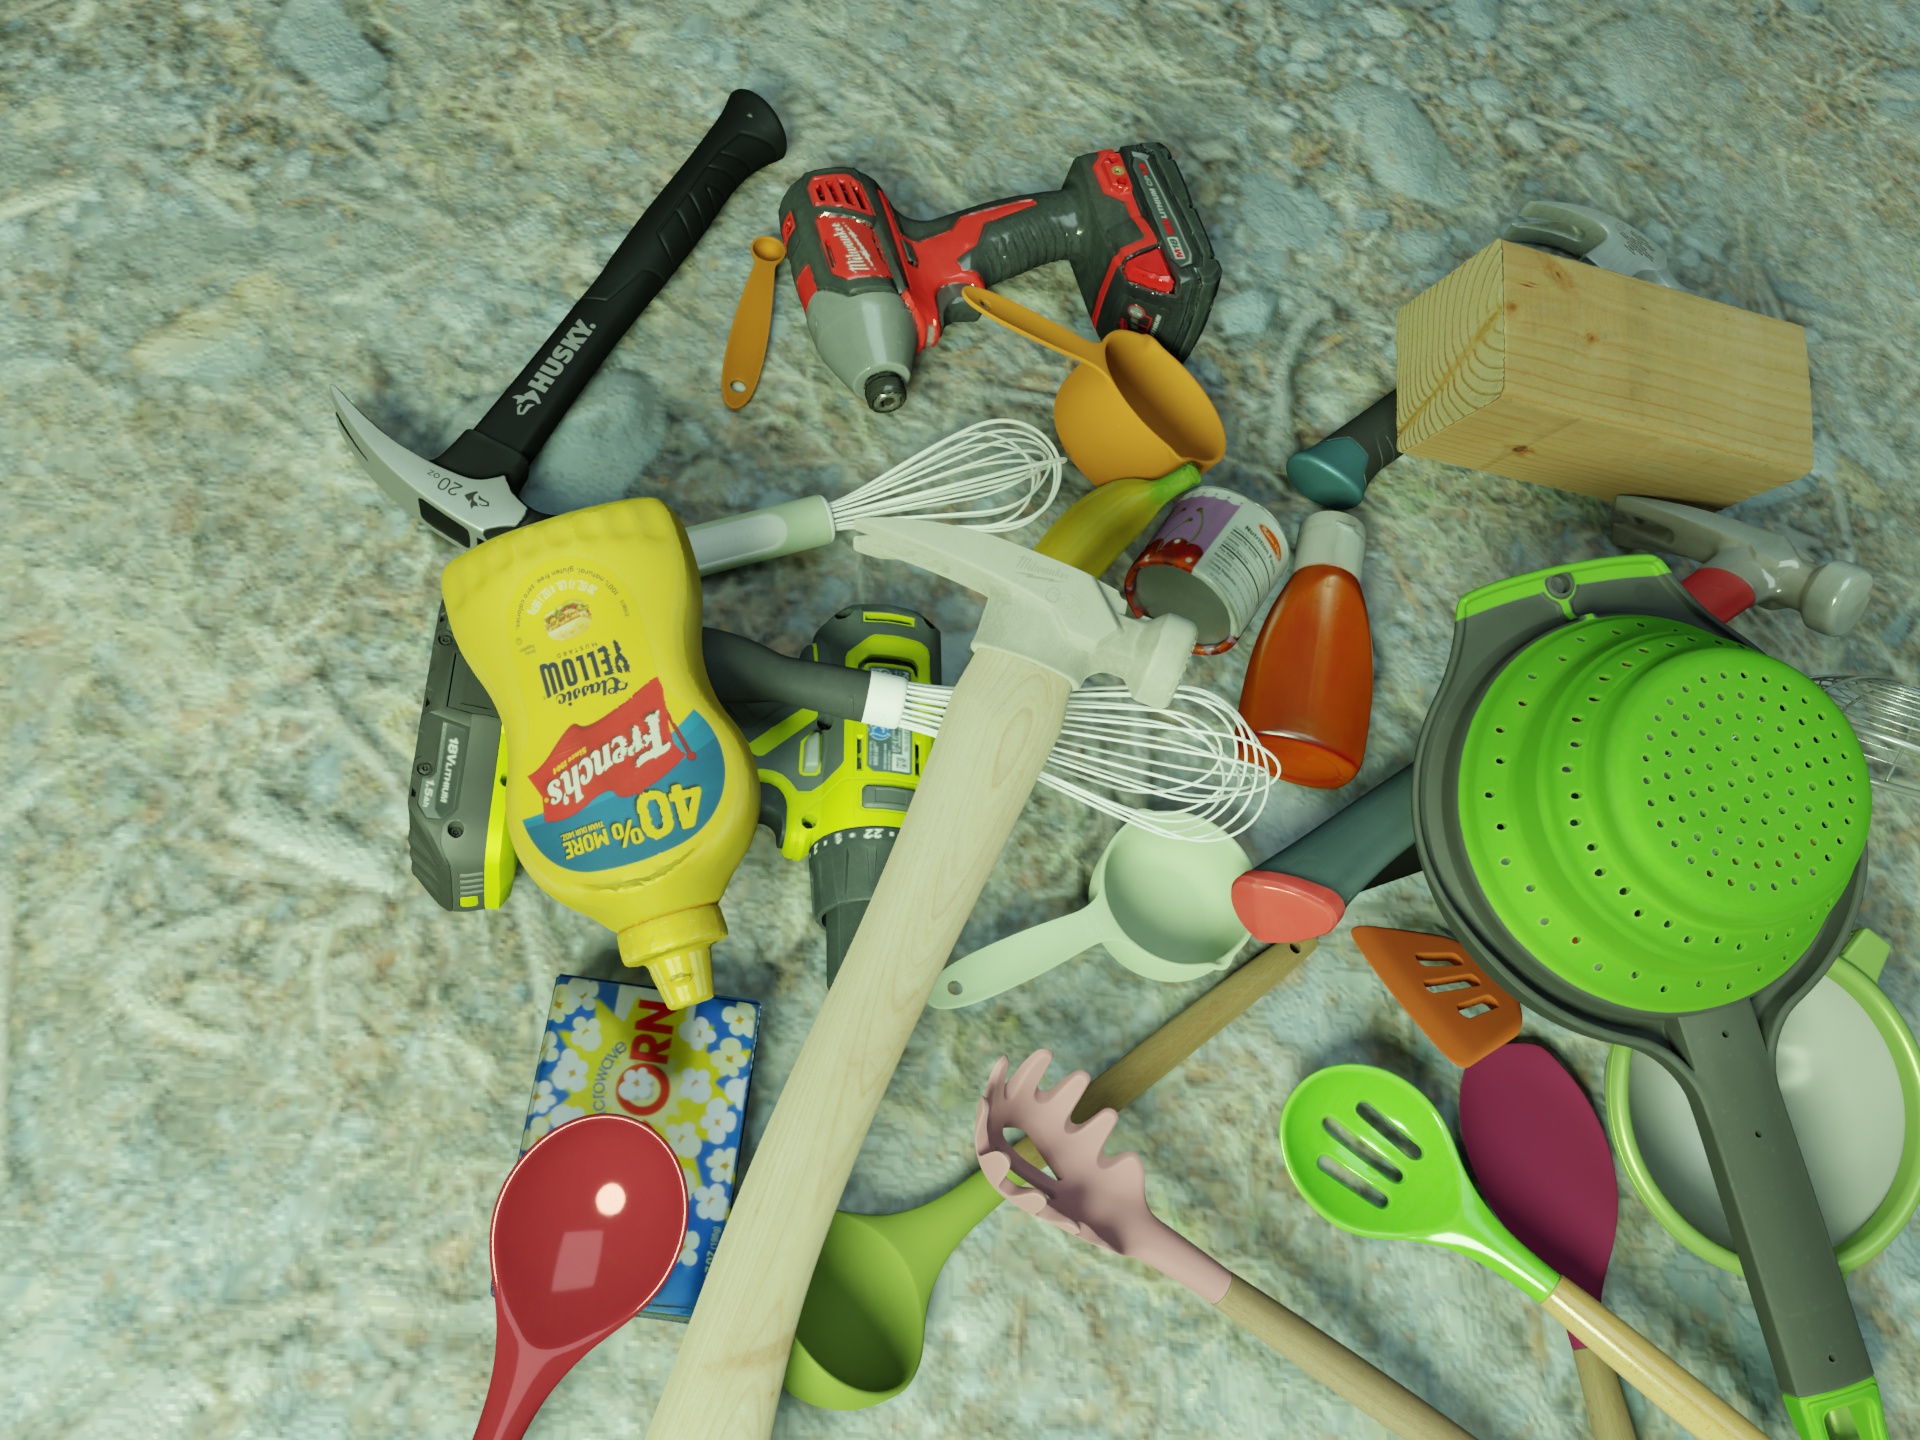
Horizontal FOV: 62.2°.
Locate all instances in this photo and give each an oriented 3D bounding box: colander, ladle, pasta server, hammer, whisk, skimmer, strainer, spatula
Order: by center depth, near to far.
[{"bbox_3d":[-0.175,0.289,0.544,0.069,0.031,0.315,22,71,-4],"label":"ladle"},{"bbox_3d":[-0.047,0.115,0.589,0.146,0.038,0.411,22,72,4],"label":"hammer"},{"bbox_3d":[0.130,0.238,0.633,0.316,0.040,0.060,36,43,-6],"label":"pasta server"},{"bbox_3d":[0.323,0.110,0.651,0.204,0.094,0.397,-12,79,-8],"label":"colander"},{"bbox_3d":[0.047,0.170,0.669,0.320,0.062,0.078,-31,76,-28],"label":"ladle"},{"bbox_3d":[-0.001,-0.003,0.675,0.284,0.070,0.070,12,61,-7],"label":"whisk"},{"bbox_3d":[0.362,0.225,0.715,0.151,0.069,0.256,-9,80,-8],"label":"strainer"},{"bbox_3d":[0.333,0.092,0.783,0.322,0.041,0.081,-17,52,-22],"label":"spatula"},{"bbox_3d":[0.273,-0.009,0.788,0.386,0.038,0.143,-29,38,-24],"label":"hammer"},{"bbox_3d":[0.341,0.055,0.790,0.363,0.127,0.090,-18,96,-9],"label":"skimmer"},{"bbox_3d":[-0.060,-0.102,0.793,0.246,0.059,0.058,-17,95,-16],"label":"whisk"},{"bbox_3d":[-0.185,-0.223,0.832,0.146,0.035,0.335,26,60,0],"label":"hammer"},{"bbox_3d":[0.314,-0.214,0.944,0.331,0.033,0.128,-36,76,-26],"label":"hammer"}]

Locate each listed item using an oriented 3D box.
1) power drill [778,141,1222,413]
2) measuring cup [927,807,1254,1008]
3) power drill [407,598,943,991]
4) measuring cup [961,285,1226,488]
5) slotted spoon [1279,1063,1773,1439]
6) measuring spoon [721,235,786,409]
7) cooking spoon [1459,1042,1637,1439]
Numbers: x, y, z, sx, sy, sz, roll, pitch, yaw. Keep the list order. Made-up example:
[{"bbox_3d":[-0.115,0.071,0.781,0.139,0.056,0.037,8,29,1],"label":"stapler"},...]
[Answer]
[{"bbox_3d":[0.020,-0.239,0.867,0.219,0.078,0.143,-10,65,-15],"label":"power drill"},{"bbox_3d":[0.056,0.098,0.719,0.167,0.038,0.083,-20,69,-20],"label":"measuring cup"},{"bbox_3d":[-0.115,0.033,0.691,0.228,0.080,0.191,6,61,-13],"label":"power drill"},{"bbox_3d":[0.058,-0.167,0.815,0.173,0.052,0.095,20,46,-31],"label":"measuring cup"},{"bbox_3d":[0.267,0.257,0.665,0.314,0.031,0.070,38,82,17],"label":"slotted spoon"},{"bbox_3d":[-0.113,-0.214,0.860,0.021,0.011,0.117,11,65,-8],"label":"measuring spoon"},{"bbox_3d":[0.275,0.294,0.677,0.068,0.017,0.319,-3,63,-10],"label":"cooking spoon"}]
